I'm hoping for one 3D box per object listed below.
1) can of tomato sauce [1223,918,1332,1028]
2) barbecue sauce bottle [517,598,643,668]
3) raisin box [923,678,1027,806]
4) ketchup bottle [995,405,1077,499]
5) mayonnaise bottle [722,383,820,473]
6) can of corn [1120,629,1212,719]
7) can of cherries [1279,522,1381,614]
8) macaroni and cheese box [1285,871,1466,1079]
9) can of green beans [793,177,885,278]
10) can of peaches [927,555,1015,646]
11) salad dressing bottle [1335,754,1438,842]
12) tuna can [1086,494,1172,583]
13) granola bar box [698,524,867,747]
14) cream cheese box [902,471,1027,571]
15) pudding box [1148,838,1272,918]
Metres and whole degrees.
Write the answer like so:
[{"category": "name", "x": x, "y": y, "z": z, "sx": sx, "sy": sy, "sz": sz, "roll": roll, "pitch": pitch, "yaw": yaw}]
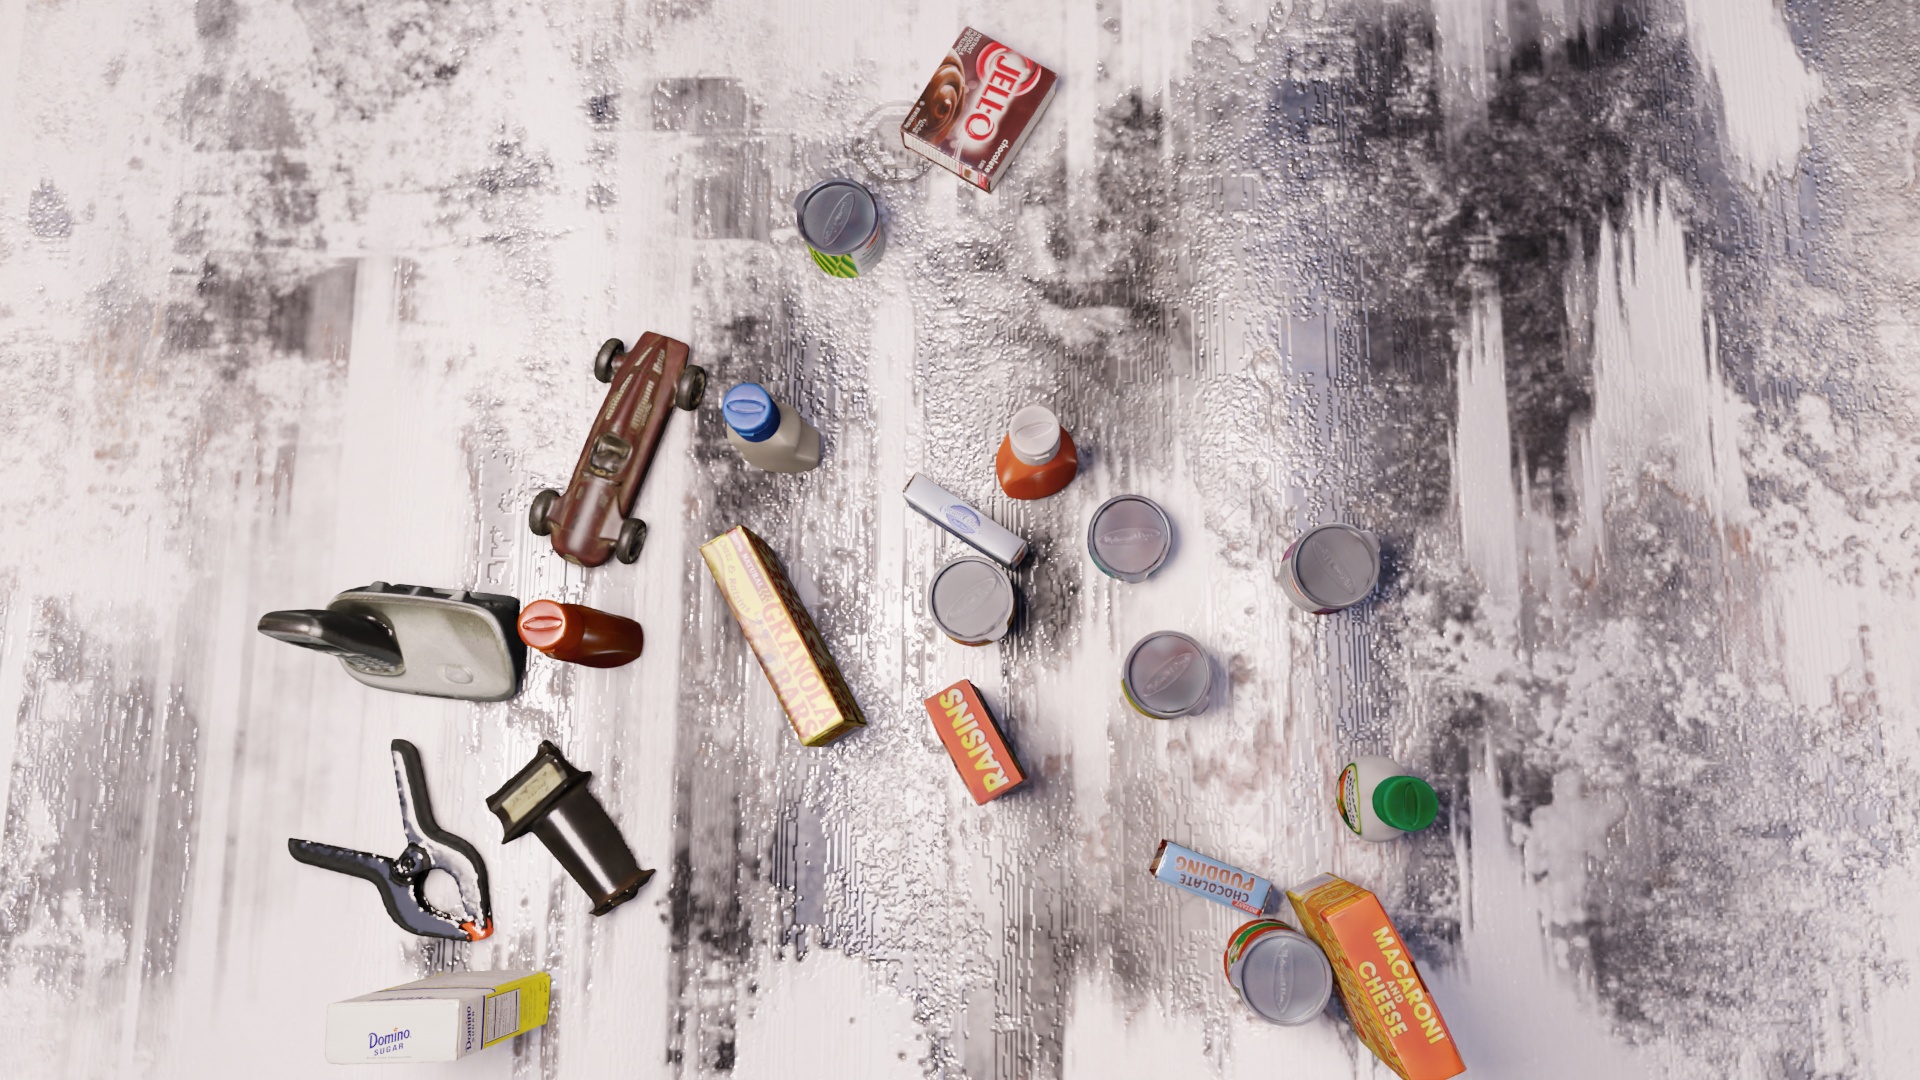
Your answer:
[{"category": "can of tomato sauce", "x": 0.228, "y": 0.314, "z": 1.013, "sx": 0.071, "sy": 0.083, "sz": 0.071, "roll": -1, "pitch": 81, "yaw": 3}, {"category": "barbecue sauce bottle", "x": -0.291, "y": 0.071, "z": 1.052, "sx": 0.065, "sy": 0.148, "sz": 0.044, "roll": -3, "pitch": 81, "yaw": 3}, {"category": "raisin box", "x": 0.012, "y": 0.150, "z": 1.033, "sx": 0.040, "sy": 0.123, "sz": 0.086, "roll": -28, "pitch": 80, "yaw": -1}, {"category": "ketchup bottle", "x": 0.058, "y": -0.066, "z": 1.054, "sx": 0.065, "sy": 0.148, "sz": 0.043, "roll": -17, "pitch": 80, "yaw": 1}, {"category": "mayonnaise bottle", "x": -0.149, "y": -0.085, "z": 1.070, "sx": 0.065, "sy": 0.148, "sz": 0.041, "roll": 3, "pitch": 81, "yaw": 4}, {"category": "can of corn", "x": 0.159, "y": 0.106, "z": 1.065, "sx": 0.071, "sy": 0.058, "sz": 0.071, "roll": -1, "pitch": 81, "yaw": 3}, {"category": "can of cherries", "x": 0.286, "y": 0.022, "z": 1.072, "sx": 0.071, "sy": 0.058, "sz": 0.071, "roll": -1, "pitch": 81, "yaw": 3}, {"category": "macaroni and cheese box", "x": 0.285, "y": 0.301, "z": 0.970, "sx": 0.040, "sy": 0.166, "sz": 0.124, "roll": -26, "pitch": 80, "yaw": -1}, {"category": "can of green beans", "x": -0.097, "y": -0.256, "z": 1.142, "sx": 0.071, "sy": 0.057, "sz": 0.071, "roll": -1, "pitch": 81, "yaw": 3}, {"category": "can of peaches", "x": 0.011, "y": 0.050, "z": 1.083, "sx": 0.071, "sy": 0.058, "sz": 0.071, "roll": -1, "pitch": 81, "yaw": 3}, {"category": "salad dressing bottle", "x": 0.305, "y": 0.186, "z": 0.997, "sx": 0.044, "sy": 0.147, "sz": 0.064, "roll": -1, "pitch": 81, "yaw": 3}, {"category": "tuna can", "x": 0.133, "y": 0.001, "z": 1.097, "sx": 0.071, "sy": 0.033, "sz": 0.071, "roll": -1, "pitch": 80, "yaw": 3}, {"category": "granola bar box", "x": -0.131, "y": 0.075, "z": 1.054, "sx": 0.039, "sy": 0.124, "sz": 0.165, "roll": -29, "pitch": 80, "yaw": -1}, {"category": "cream cheese box", "x": 0.004, "y": -0.014, "z": 1.097, "sx": 0.104, "sy": 0.053, "sz": 0.024, "roll": 33, "pitch": 84, "yaw": 8}, {"category": "pudding box", "x": 0.187, "y": 0.253, "z": 1.043, "sx": 0.084, "sy": 0.049, "sz": 0.030, "roll": 21, "pitch": 83, "yaw": 7}]
